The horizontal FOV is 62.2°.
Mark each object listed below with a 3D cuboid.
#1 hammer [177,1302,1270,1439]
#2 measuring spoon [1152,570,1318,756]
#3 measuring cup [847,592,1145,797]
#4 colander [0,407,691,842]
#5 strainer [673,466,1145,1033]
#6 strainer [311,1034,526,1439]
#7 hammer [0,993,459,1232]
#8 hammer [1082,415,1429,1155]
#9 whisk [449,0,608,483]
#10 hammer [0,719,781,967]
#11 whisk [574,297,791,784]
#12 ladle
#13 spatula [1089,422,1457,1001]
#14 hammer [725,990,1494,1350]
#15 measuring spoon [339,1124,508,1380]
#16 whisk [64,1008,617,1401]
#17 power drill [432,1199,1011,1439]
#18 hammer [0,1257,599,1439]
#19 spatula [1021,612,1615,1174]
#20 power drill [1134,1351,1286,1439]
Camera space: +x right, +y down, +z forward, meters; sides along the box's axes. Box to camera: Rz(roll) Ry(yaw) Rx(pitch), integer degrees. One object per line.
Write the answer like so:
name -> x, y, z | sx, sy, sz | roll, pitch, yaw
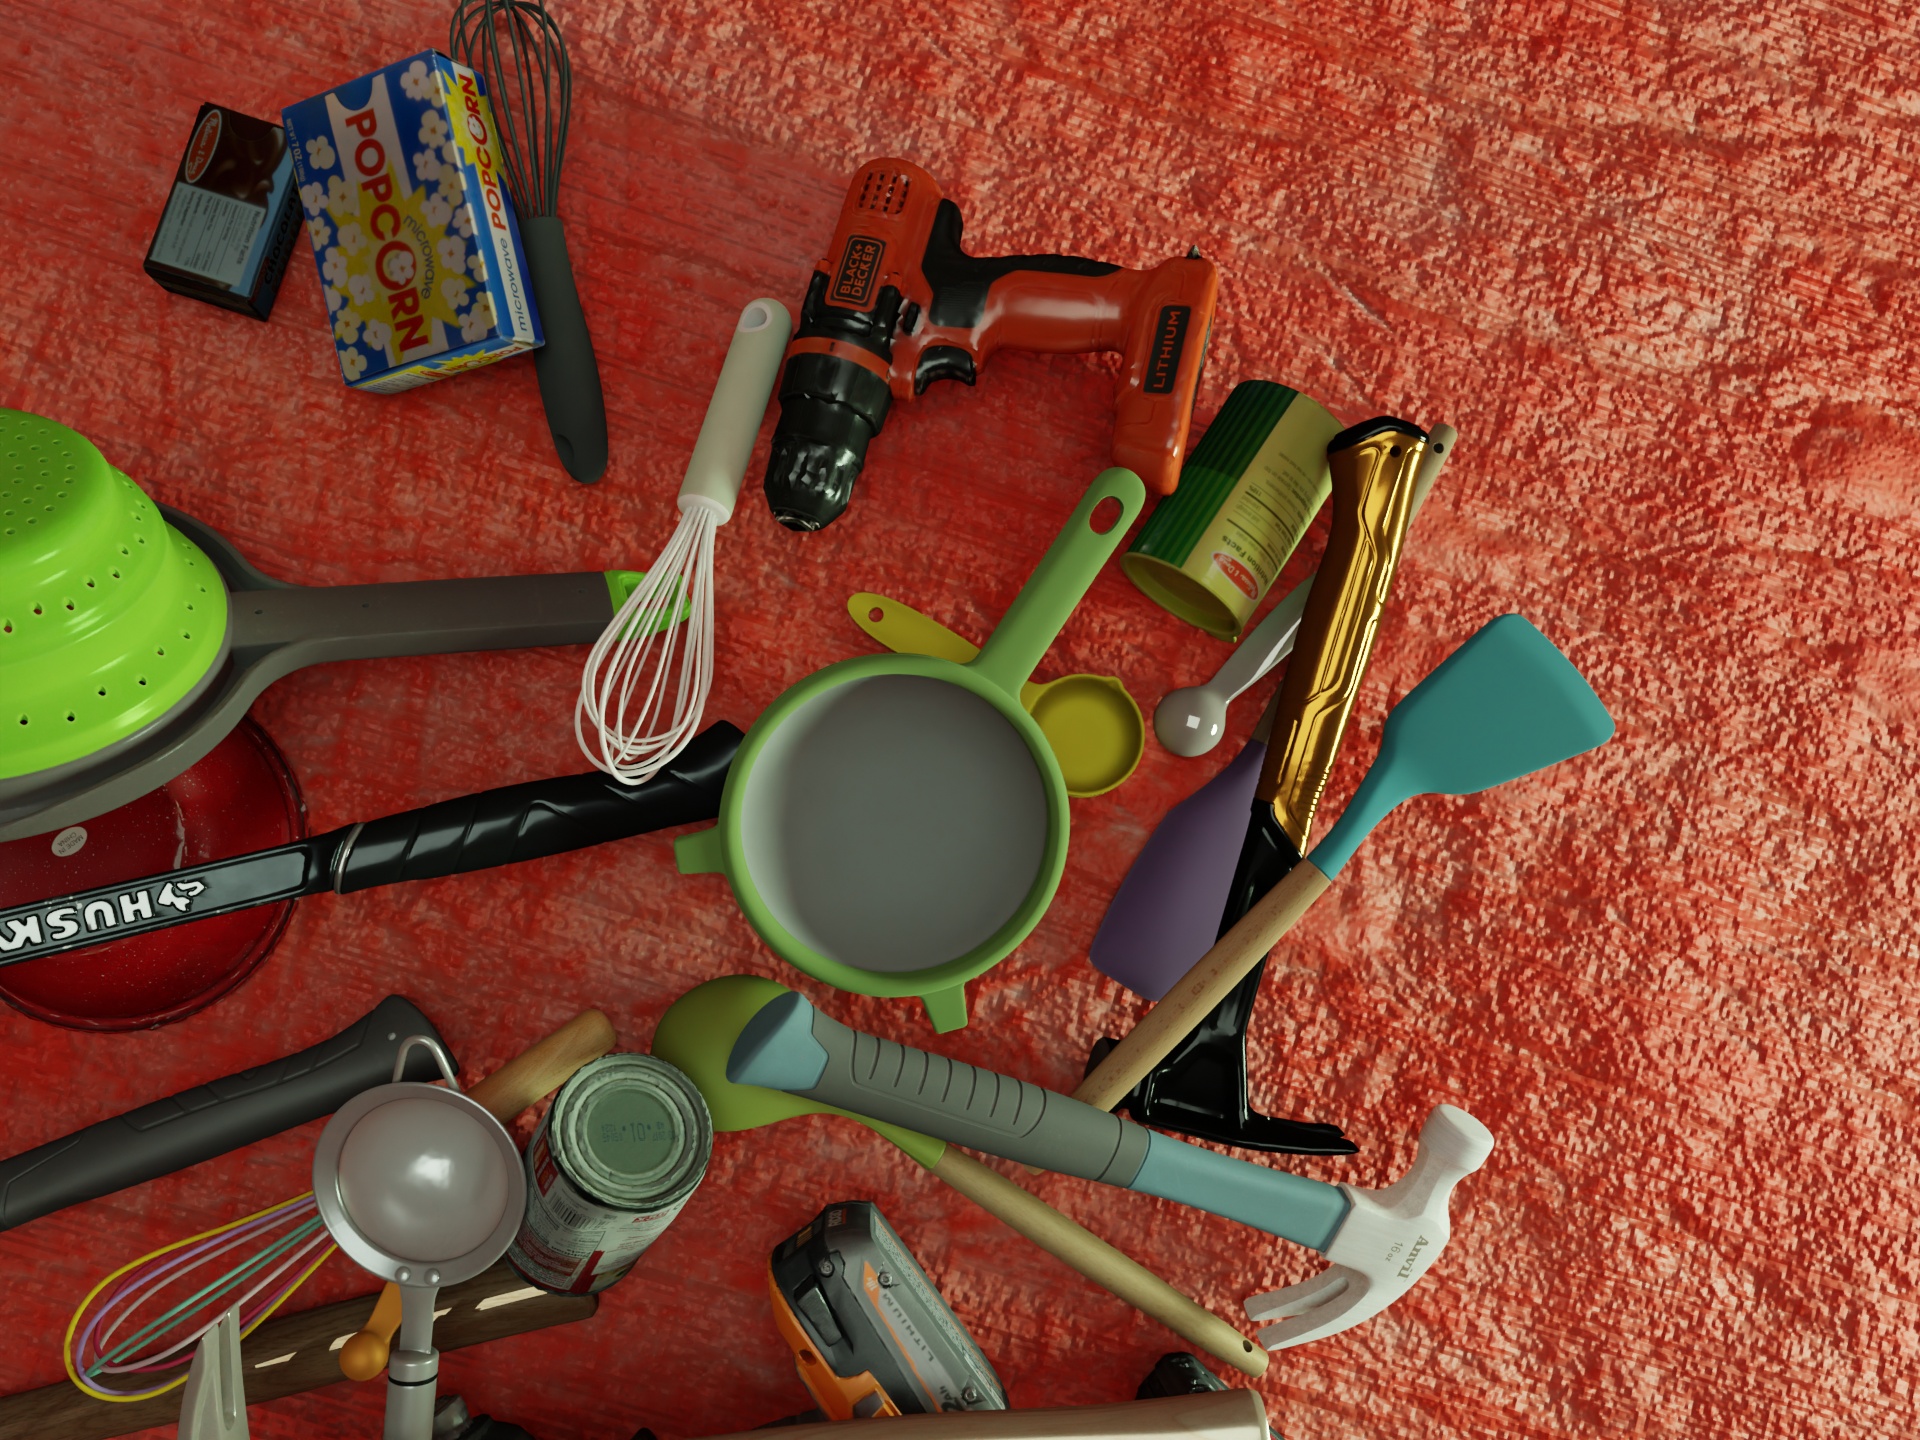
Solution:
hammer -> -0.086, 0.284, 0.613 | 0.410, 0.038, 0.146 | -4, 93, -3
measuring spoon -> 0.139, -0.033, 0.754 | 0.124, 0.018, 0.034 | -44, 69, -2
measuring cup -> 0.015, -0.017, 0.750 | 0.156, 0.029, 0.062 | 31, 84, 9
colander -> -0.306, -0.063, 0.643 | 0.397, 0.094, 0.205 | -6, 46, -20
strainer -> -0.001, -0.002, 0.705 | 0.151, 0.069, 0.256 | 33, 93, -9
strainer -> -0.219, 0.249, 0.639 | 0.087, 0.050, 0.258 | 5, 91, 3
hammer -> -0.376, 0.194, 0.657 | 0.334, 0.035, 0.146 | -19, 58, -13
hammer -> 0.159, 0.030, 0.723 | 0.127, 0.034, 0.337 | 14, 94, -5
whisk -> -0.192, -0.227, 0.732 | 0.055, 0.055, 0.239 | -11, 90, -7
hammer -> -0.272, 0.066, 0.655 | 0.409, 0.036, 0.149 | -12, 89, -21
whisk -> -0.116, -0.086, 0.707 | 0.058, 0.059, 0.246 | 5, 66, 22
ladle -> 0.004, 0.215, 0.715 | 0.320, 0.078, 0.062 | 35, 125, -10
spatula -> 0.160, -0.008, 0.764 | 0.059, 0.018, 0.316 | 31, 83, -4
hammer -> 0.062, 0.182, 0.680 | 0.331, 0.033, 0.128 | 21, 103, -15
measuring spoon -> -0.227, 0.222, 0.677 | 0.021, 0.011, 0.117 | 23, 59, 6
whisk -> -0.254, 0.195, 0.667 | 0.245, 0.051, 0.047 | -33, 70, -21
power drill -> -0.110, 0.307, 0.674 | 0.226, 0.084, 0.164 | -36, 89, -5
hammer -> -0.322, 0.277, 0.676 | 0.331, 0.031, 0.130 | -13, 87, -8
spatula -> 0.140, 0.086, 0.687 | 0.317, 0.044, 0.082 | -46, 112, 3
power drill -> 0.050, 0.388, 0.688 | 0.188, 0.080, 0.227 | 42, 85, -1
